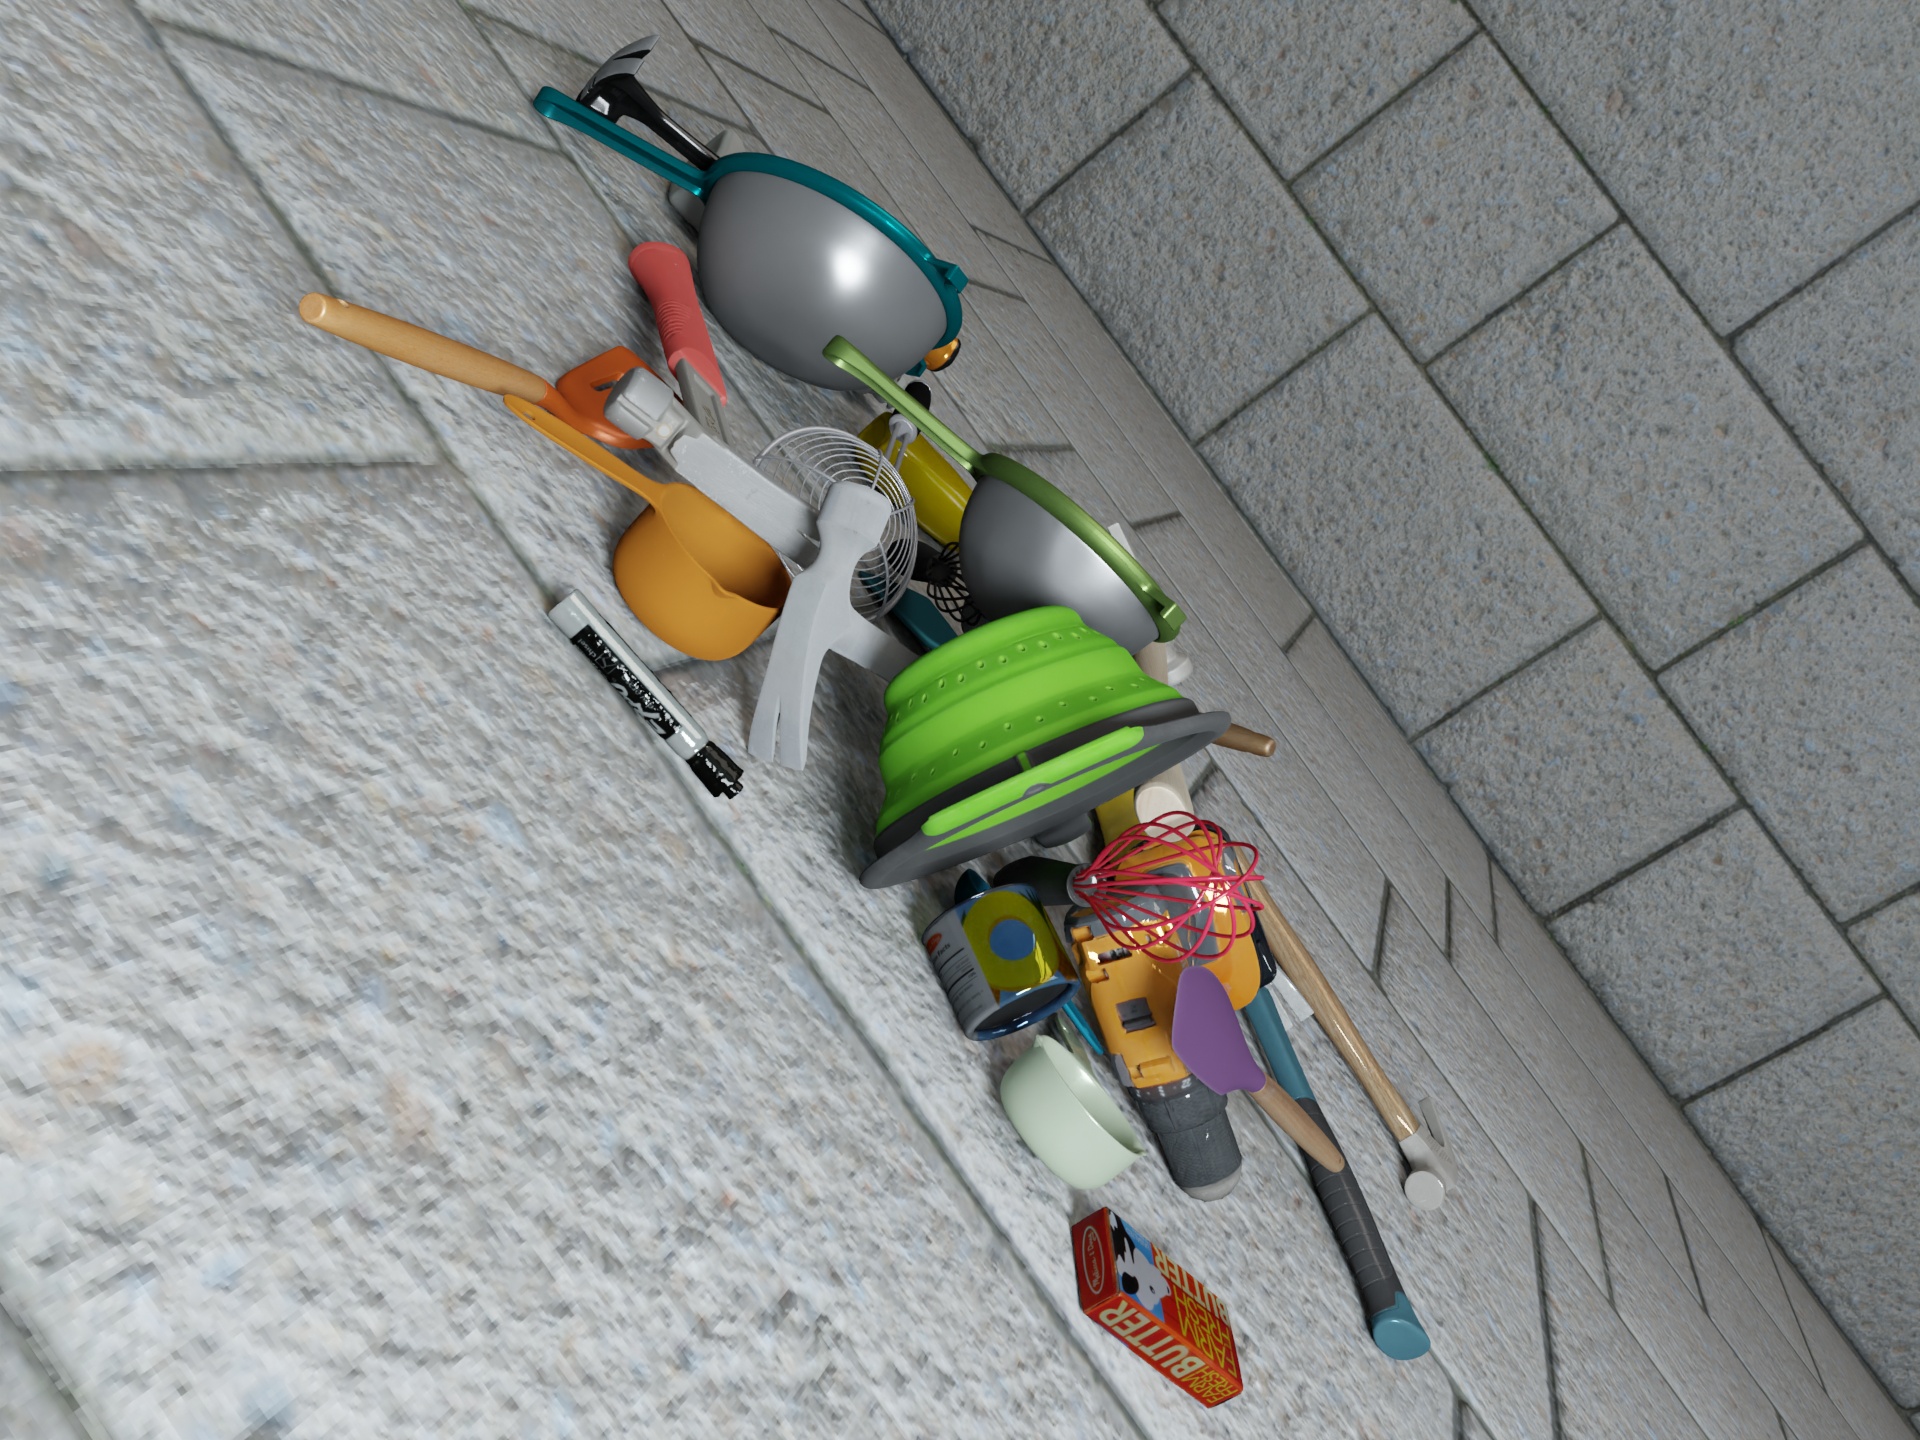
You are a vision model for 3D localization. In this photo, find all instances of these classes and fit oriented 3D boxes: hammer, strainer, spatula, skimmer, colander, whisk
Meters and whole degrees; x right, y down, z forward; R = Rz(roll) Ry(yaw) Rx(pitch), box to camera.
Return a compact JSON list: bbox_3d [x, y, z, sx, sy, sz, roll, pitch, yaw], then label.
[{"bbox_3d":[-0.002,-0.003,0.960,0.035,0.144,0.405,18,-7,27],"label":"hammer"},{"bbox_3d":[0.134,-0.029,1.161,0.146,0.038,0.411,61,14,-17],"label":"hammer"},{"bbox_3d":[-0.167,-0.332,1.138,0.340,0.095,0.211,28,-11,-6],"label":"strainer"},{"bbox_3d":[0.181,0.217,0.937,0.315,0.018,0.060,48,47,-49],"label":"spatula"},{"bbox_3d":[-0.218,-0.175,0.788,0.081,0.041,0.322,47,10,7],"label":"spatula"},{"bbox_3d":[-0.153,-0.210,0.951,0.149,0.036,0.359,36,17,-31],"label":"hammer"},{"bbox_3d":[0.245,0.283,1.118,0.128,0.033,0.331,34,27,-41],"label":"hammer"},{"bbox_3d":[0.311,0.245,1.337,0.331,0.031,0.130,58,20,13],"label":"hammer"},{"bbox_3d":[-0.069,-0.172,1.097,0.127,0.090,0.363,54,17,-17],"label":"skimmer"},{"bbox_3d":[0.035,0.015,0.894,0.397,0.204,0.094,52,14,-80],"label":"colander"},{"bbox_3d":[0.008,-0.111,0.896,0.256,0.069,0.151,41,-3,-2],"label":"strainer"},{"bbox_3d":[-0.128,-0.374,1.192,0.336,0.034,0.127,34,-13,-27],"label":"hammer"},{"bbox_3d":[0.074,0.086,0.828,0.073,0.073,0.296,51,-17,-8],"label":"whisk"},{"bbox_3d":[0.066,-0.036,1.046,0.318,0.044,0.082,19,2,33],"label":"spatula"},{"bbox_3d":[-0.016,-0.101,1.058,0.055,0.055,0.239,47,-4,-19],"label":"whisk"}]

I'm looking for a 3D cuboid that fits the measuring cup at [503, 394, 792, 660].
[{"bbox_3d":[-0.166,-0.094,0.797,0.173,0.052,0.095,35,24,-25],"label":"measuring cup"}]

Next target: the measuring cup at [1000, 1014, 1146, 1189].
[{"bbox_3d":[0.051,0.193,0.837,0.083,0.038,0.167,47,3,-6],"label":"measuring cup"}]

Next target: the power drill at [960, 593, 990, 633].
[{"bbox_3d":[0.072,-0.071,1.240,0.171,0.080,0.223,61,16,-7],"label":"power drill"}]

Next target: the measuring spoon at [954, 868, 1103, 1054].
[{"bbox_3d":[0.035,0.140,0.893,0.128,0.021,0.042,54,7,0],"label":"measuring spoon"}]

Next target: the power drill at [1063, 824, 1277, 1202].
[{"bbox_3d":[0.139,0.170,0.980,0.185,0.084,0.226,69,20,-4],"label":"power drill"}]
